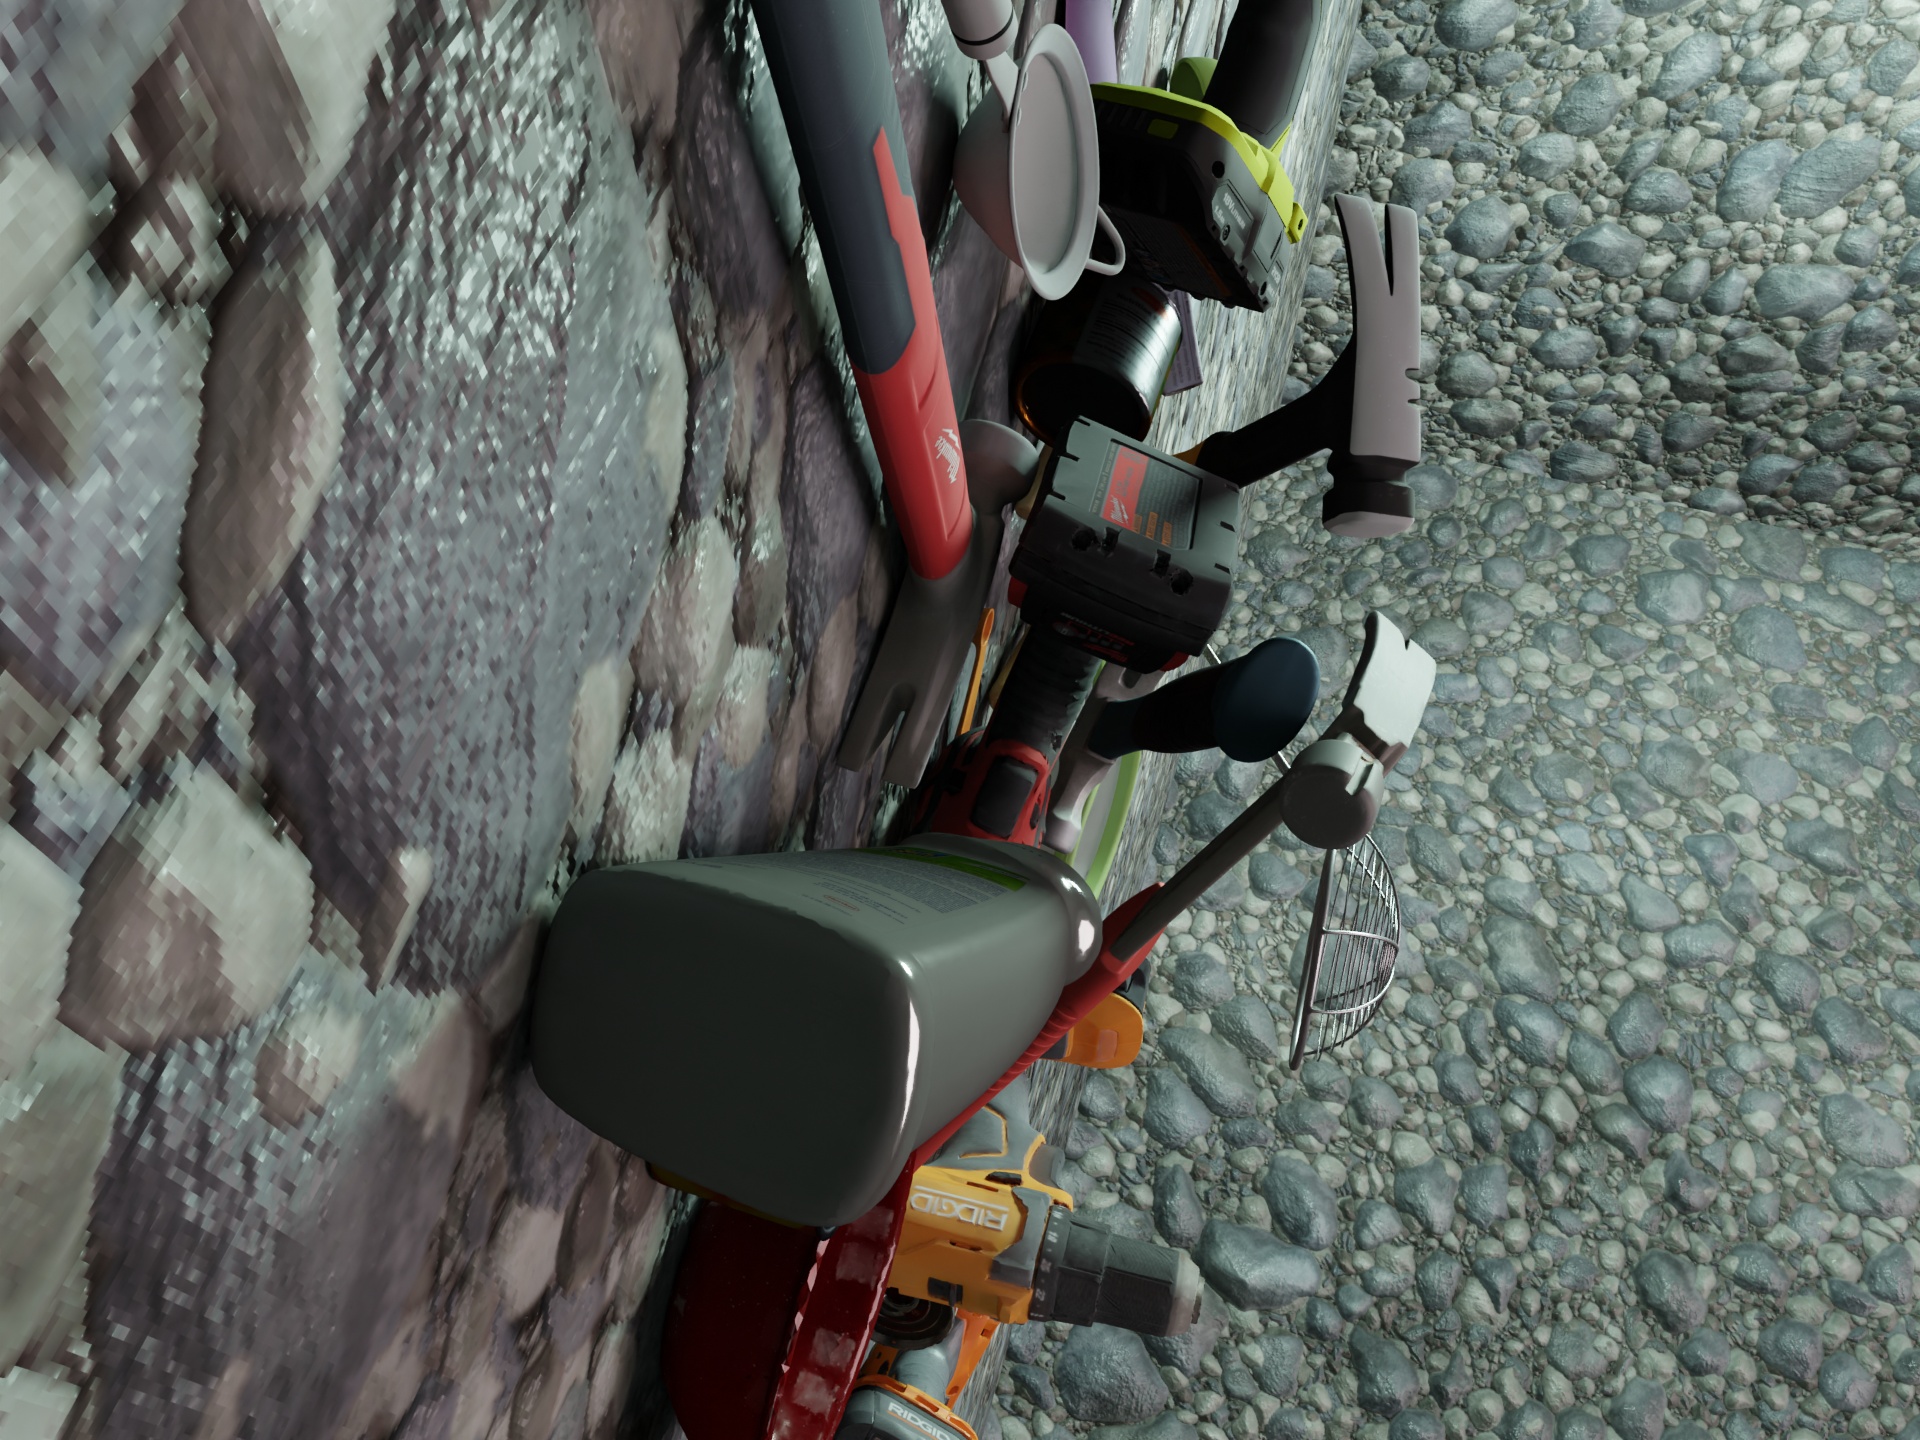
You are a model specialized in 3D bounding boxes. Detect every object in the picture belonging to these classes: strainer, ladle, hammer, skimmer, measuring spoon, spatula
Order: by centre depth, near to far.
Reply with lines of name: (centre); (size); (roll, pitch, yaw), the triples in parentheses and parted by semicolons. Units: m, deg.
hammer: (-0.026, -0.103, 0.433); (0.386, 0.038, 0.143); (74, 34, -70)
strainer: (0.007, -0.201, 0.467); (0.258, 0.050, 0.087); (45, 54, -71)
hammer: (0.053, 0.101, 0.653); (0.359, 0.037, 0.149); (-49, 179, 33)
hammer: (0.088, 0.001, 0.692); (0.128, 0.033, 0.331); (-64, -176, -5)
hammer: (0.107, -0.119, 0.736); (0.337, 0.034, 0.127); (163, -70, -72)
spatula: (0.069, -0.214, 0.741); (0.315, 0.018, 0.060); (76, 31, -52)
measuring spoon: (-0.001, -0.002, 0.772); (0.021, 0.011, 0.116); (-55, 160, -61)
skimmer: (0.124, 0.005, 0.846); (0.364, 0.090, 0.127); (62, -5, 25)
ladle: (0.088, -0.236, 0.857); (0.078, 0.062, 0.320); (87, 27, -63)
strainer: (0.056, 0.021, 0.936); (0.256, 0.069, 0.151); (90, 24, -45)

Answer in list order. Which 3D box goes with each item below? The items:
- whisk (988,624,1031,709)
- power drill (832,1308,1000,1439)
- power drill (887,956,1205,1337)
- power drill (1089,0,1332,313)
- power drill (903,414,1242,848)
whisk: (0.067, -0.081, 0.934); (0.245, 0.047, 0.051); (-59, 149, -44)
power drill: (-0.041, 0.413, 0.907); (0.164, 0.084, 0.226); (-62, 174, 7)
power drill: (0.048, 0.214, 0.847); (0.226, 0.185, 0.084); (-68, 166, -47)
power drill: (0.122, -0.300, 0.655); (0.171, 0.080, 0.223); (17, 96, -65)
power drill: (0.028, 0.011, 0.646); (0.188, 0.080, 0.226); (-70, -176, -57)
